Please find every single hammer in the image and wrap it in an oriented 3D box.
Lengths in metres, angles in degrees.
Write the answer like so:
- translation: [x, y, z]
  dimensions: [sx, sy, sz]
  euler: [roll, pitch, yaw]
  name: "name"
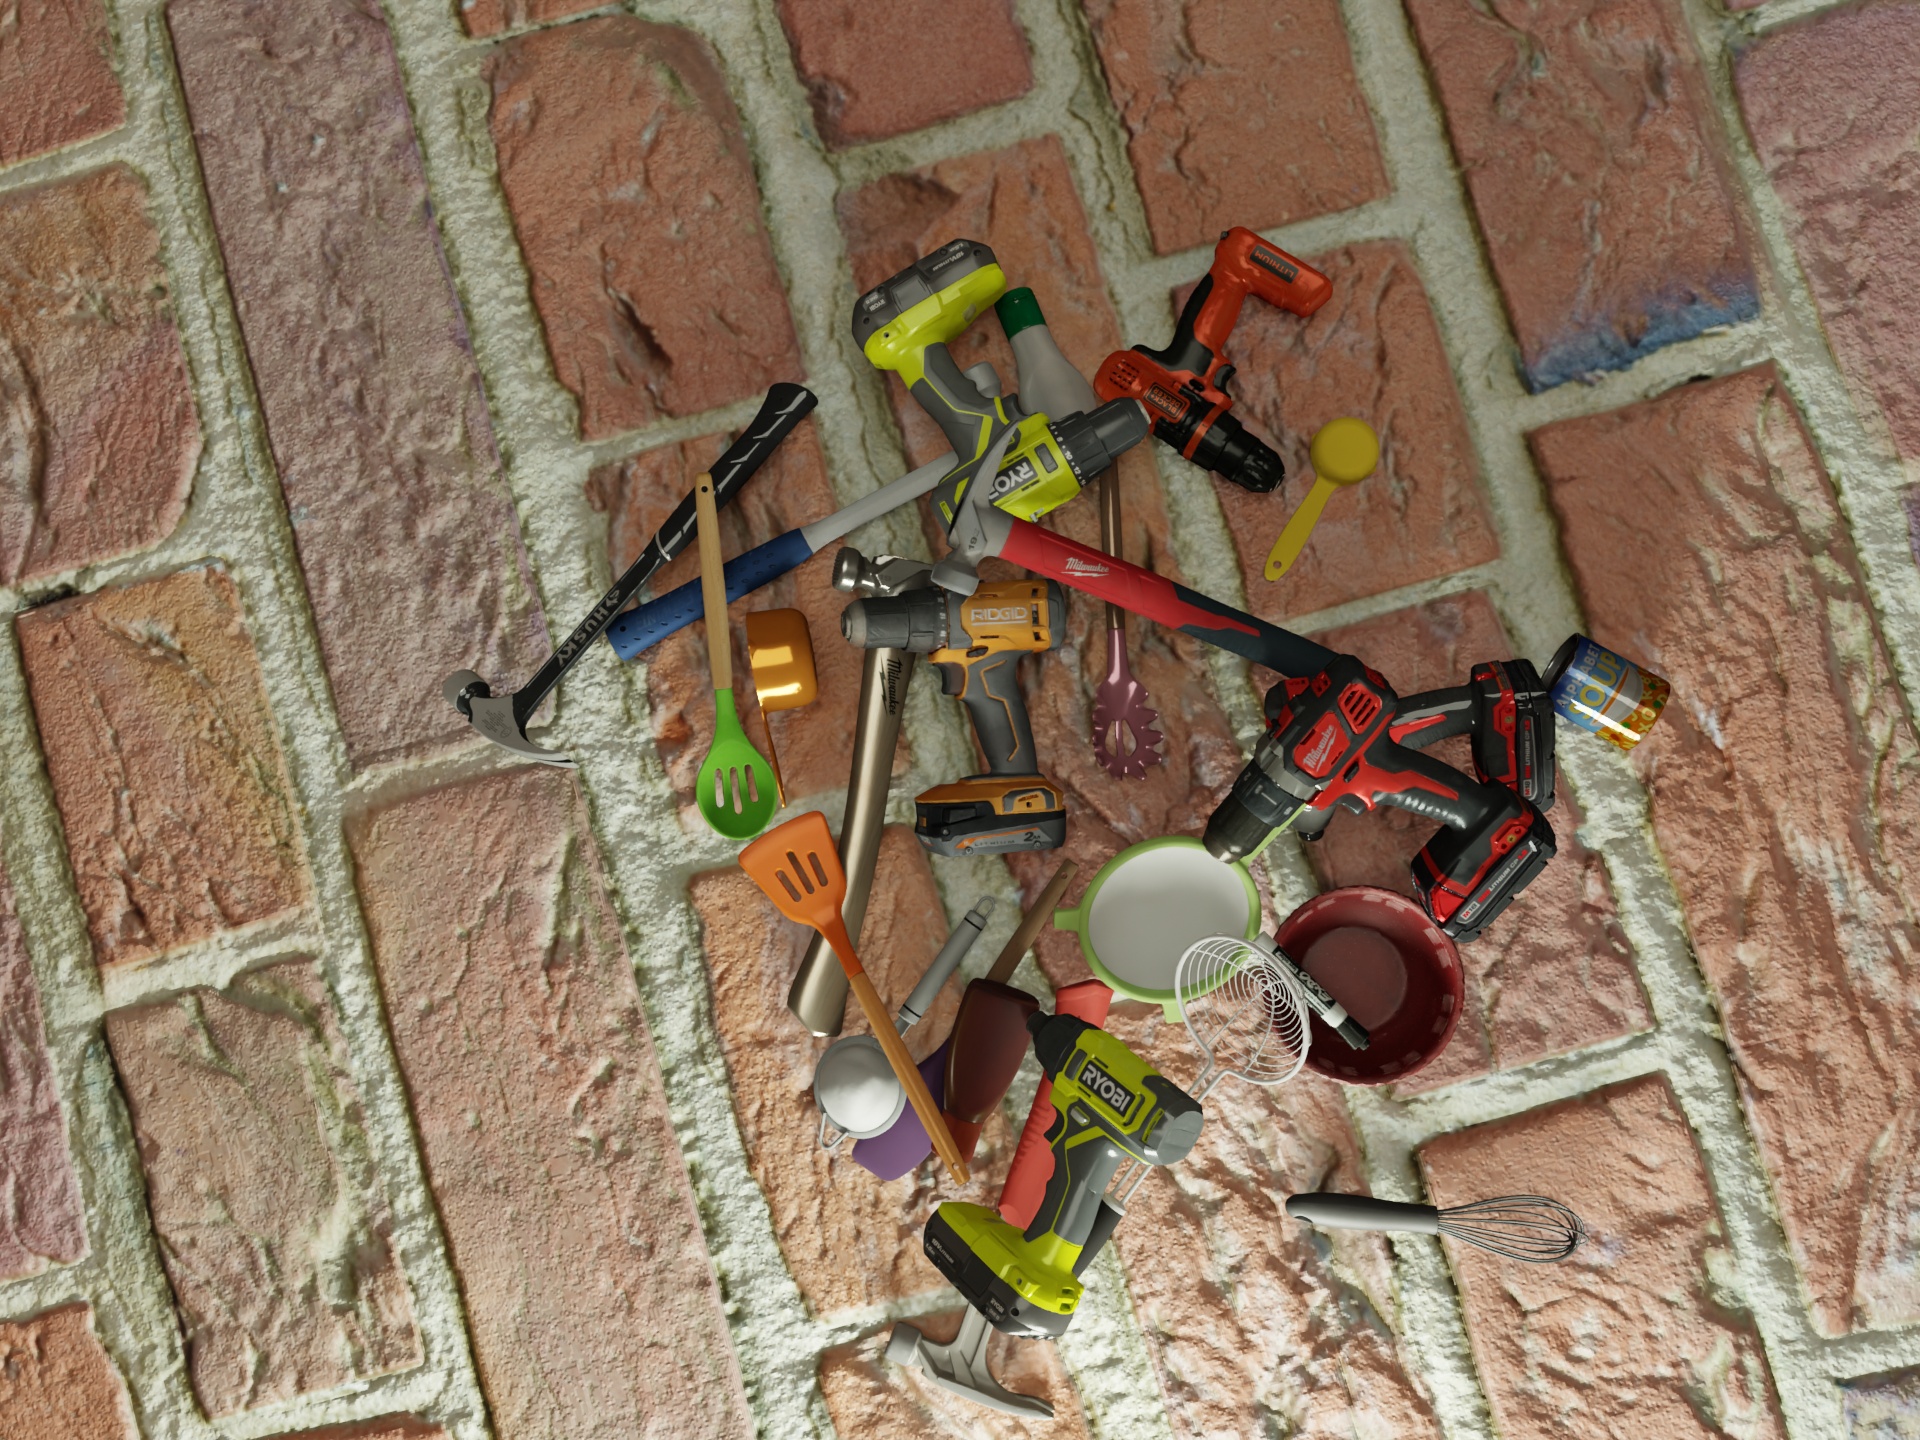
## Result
- translation: [0.065, 0.391, 1.329]
  dimensions: [0.149, 0.036, 0.359]
  euler: [20, 88, 6]
  name: "hammer"
- translation: [-0.071, 0.067, 1.355]
  dimensions: [0.146, 0.038, 0.410]
  euler: [10, 92, -16]
  name: "hammer"
- translation: [-0.266, -0.134, 1.371]
  dimensions: [0.149, 0.036, 0.409]
  euler: [36, 82, 29]
  name: "hammer"
- translation: [-0.122, -0.157, 1.385]
  dimensions: [0.405, 0.035, 0.144]
  euler: [-27, 84, 3]
  name: "hammer"
- translation: [0.178, -0.108, 1.292]
  dimensions: [0.386, 0.038, 0.143]
  euler: [21, 96, -12]
  name: "hammer"

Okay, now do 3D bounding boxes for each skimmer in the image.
- translation: [0.146, 0.334, 1.261]
  dimensions: [0.127, 0.090, 0.363]
  euler: [37, 93, 31]
  name: "skimmer"

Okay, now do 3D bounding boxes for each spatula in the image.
- translation: [0.012, 0.254, 1.353]
  dimensions: [0.060, 0.018, 0.316]
  euler: [32, 91, 3]
  name: "spatula"
- translation: [-0.075, 0.227, 1.288]
  dimensions: [0.081, 0.041, 0.323]
  euler: [-29, 72, -4]
  name: "spatula"

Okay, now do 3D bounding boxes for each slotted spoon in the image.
- translation: [-0.203, -0.054, 1.355]
  dimensions: [0.070, 0.031, 0.313]
  euler: [-7, 101, -12]
  name: "slotted spoon"

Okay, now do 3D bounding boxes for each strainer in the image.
- translation: [-0.050, 0.255, 1.350]
  dimensions: [0.087, 0.050, 0.258]
  euler: [34, 86, 21]
  name: "strainer"
- translation: [0.203, 0.115, 1.302]
  dimensions: [0.151, 0.069, 0.256]
  euler: [41, 101, -17]
  name: "strainer"

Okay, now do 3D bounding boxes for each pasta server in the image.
- translation: [0.134, -0.106, 1.358]
  dimensions: [0.060, 0.040, 0.316]
  euler: [-1, 85, -7]
  name: "pasta server"

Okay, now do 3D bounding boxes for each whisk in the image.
- translation: [0.386, 0.407, 1.295]
  dimensions: [0.239, 0.055, 0.055]
  euler: [3, 86, 9]
  name: "whisk"

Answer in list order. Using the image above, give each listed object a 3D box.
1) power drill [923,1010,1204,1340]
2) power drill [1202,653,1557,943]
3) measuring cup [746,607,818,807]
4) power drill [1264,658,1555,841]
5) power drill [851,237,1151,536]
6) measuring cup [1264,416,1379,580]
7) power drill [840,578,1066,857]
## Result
- translation: [0.072, 0.351, 1.251]
  dimensions: [0.171, 0.080, 0.223]
  euler: [32, 93, 44]
  name: "power drill"
- translation: [0.317, 0.077, 1.227]
  dimensions: [0.226, 0.080, 0.188]
  euler: [34, 108, -11]
  name: "power drill"
- translation: [-0.142, -0.013, 1.342]
  dimensions: [0.052, 0.095, 0.174]
  euler: [-11, 74, -4]
  name: "measuring cup"
- translation: [0.362, 0.027, 1.294]
  dimensions: [0.219, 0.079, 0.143]
  euler: [-6, 117, 8]
  name: "power drill"
- translation: [0.030, -0.276, 1.320]
  dimensions: [0.190, 0.080, 0.228]
  euler: [-30, 83, 7]
  name: "power drill"
- translation: [0.302, -0.188, 1.351]
  dimensions: [0.062, 0.029, 0.156]
  euler: [31, 88, 7]
  name: "measuring cup"
- translation: [-0.002, -0.004, 1.311]
  dimensions: [0.185, 0.084, 0.226]
  euler: [-3, 91, -17]
  name: "power drill"
